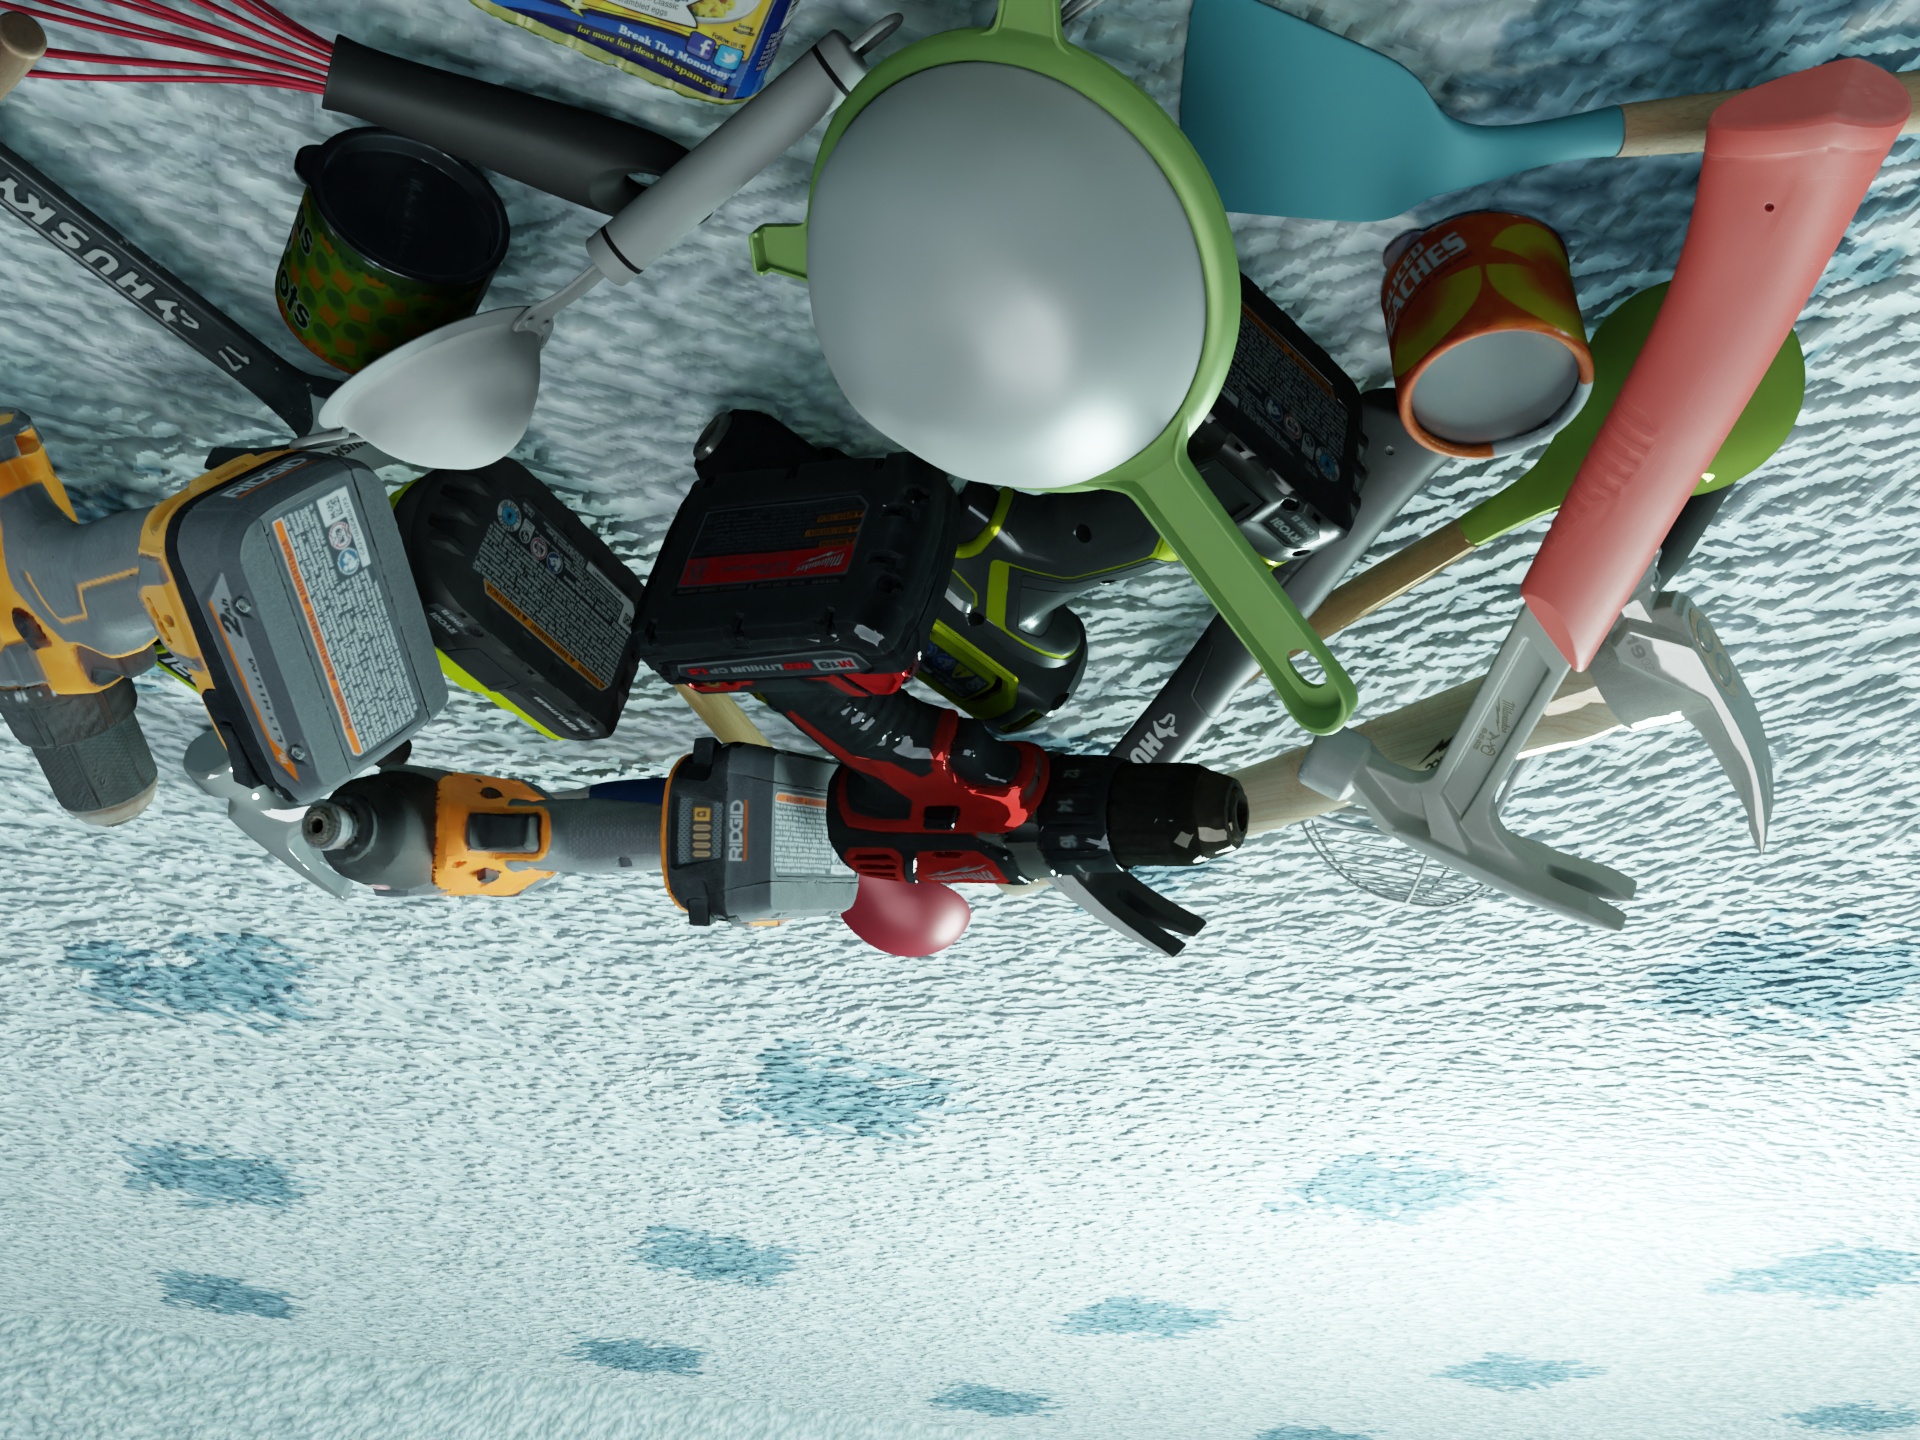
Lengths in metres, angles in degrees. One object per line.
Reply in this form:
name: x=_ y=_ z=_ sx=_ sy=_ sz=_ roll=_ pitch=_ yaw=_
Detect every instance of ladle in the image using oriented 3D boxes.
ladle: x=-0.091 y=0.030 z=0.812 sx=0.069 sy=0.031 sz=0.315 roll=-22 pitch=126 yaw=23
ladle: x=0.201 y=-0.075 z=0.672 sx=0.078 sy=0.062 sz=0.320 roll=47 pitch=143 yaw=-6

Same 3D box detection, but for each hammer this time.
hammer: x=-0.212 y=0.048 z=0.889 sx=0.405 sy=0.035 sz=0.143 roll=-2 pitch=145 yaw=9
hammer: x=0.232 y=-0.054 z=0.560 sx=0.149 sy=0.037 sz=0.358 roll=26 pitch=144 yaw=14
hammer: x=0.119 y=-0.018 z=0.718 sx=0.146 sy=0.035 sz=0.334 roll=45 pitch=136 yaw=11
hammer: x=-0.358 y=-0.208 z=0.528 sx=0.149 sy=0.036 sz=0.408 roll=-18 pitch=140 yaw=30
hammer: x=0.169 y=0.039 z=0.773 sx=0.410 sy=0.038 sz=0.146 roll=-22 pitch=109 yaw=44

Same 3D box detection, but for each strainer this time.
strainer: x=-0.120 y=-0.148 z=0.527 sx=0.258 sy=0.087 sz=0.050 roll=-35 pitch=91 yaw=16
strainer: x=0.036 y=-0.083 z=0.493 sx=0.256 sy=0.069 sz=0.151 roll=51 pitch=137 yaw=-10

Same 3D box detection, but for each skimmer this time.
skimmer: x=0.267 y=-0.029 z=0.741 sx=0.127 sy=0.090 sz=0.363 roll=11 pitch=135 yaw=-5

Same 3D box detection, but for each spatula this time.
spatula: x=0.231 y=-0.197 z=0.503 sx=0.317 sy=0.044 sz=0.082 roll=-4 pitch=145 yaw=3

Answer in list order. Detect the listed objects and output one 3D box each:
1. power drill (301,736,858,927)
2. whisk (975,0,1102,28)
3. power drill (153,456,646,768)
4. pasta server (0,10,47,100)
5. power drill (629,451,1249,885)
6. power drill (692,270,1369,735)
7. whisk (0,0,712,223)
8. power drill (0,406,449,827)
power drill: x=-0.177 y=0.053 z=0.738 sx=0.226 sy=0.084 sz=0.164 roll=-1 pitch=174 yaw=18
whisk: x=0.015 y=-0.209 z=0.488 sx=0.058 sy=0.059 sz=0.246 roll=50 pitch=139 yaw=-1
power drill: x=-0.259 y=-0.036 z=0.726 sx=0.223 sy=0.080 sz=0.171 roll=-7 pitch=144 yaw=30
pasta server: x=-0.378 y=-0.164 z=0.527 sx=0.316 sy=0.040 sz=0.060 roll=-8 pitch=132 yaw=39
power drill: x=-0.001 y=-0.002 z=0.629 sx=0.188 sy=0.080 sz=0.226 roll=-2 pitch=147 yaw=28
power drill: x=0.020 y=-0.091 z=0.620 sx=0.190 sy=0.080 sz=0.228 roll=35 pitch=141 yaw=-25
whisk: x=-0.217 y=-0.210 z=0.496 sx=0.295 sy=0.073 sz=0.073 roll=13 pitch=145 yaw=-24
power drill: x=-0.317 y=-0.027 z=0.633 sx=0.226 sy=0.084 sz=0.185 roll=8 pitch=123 yaw=26
